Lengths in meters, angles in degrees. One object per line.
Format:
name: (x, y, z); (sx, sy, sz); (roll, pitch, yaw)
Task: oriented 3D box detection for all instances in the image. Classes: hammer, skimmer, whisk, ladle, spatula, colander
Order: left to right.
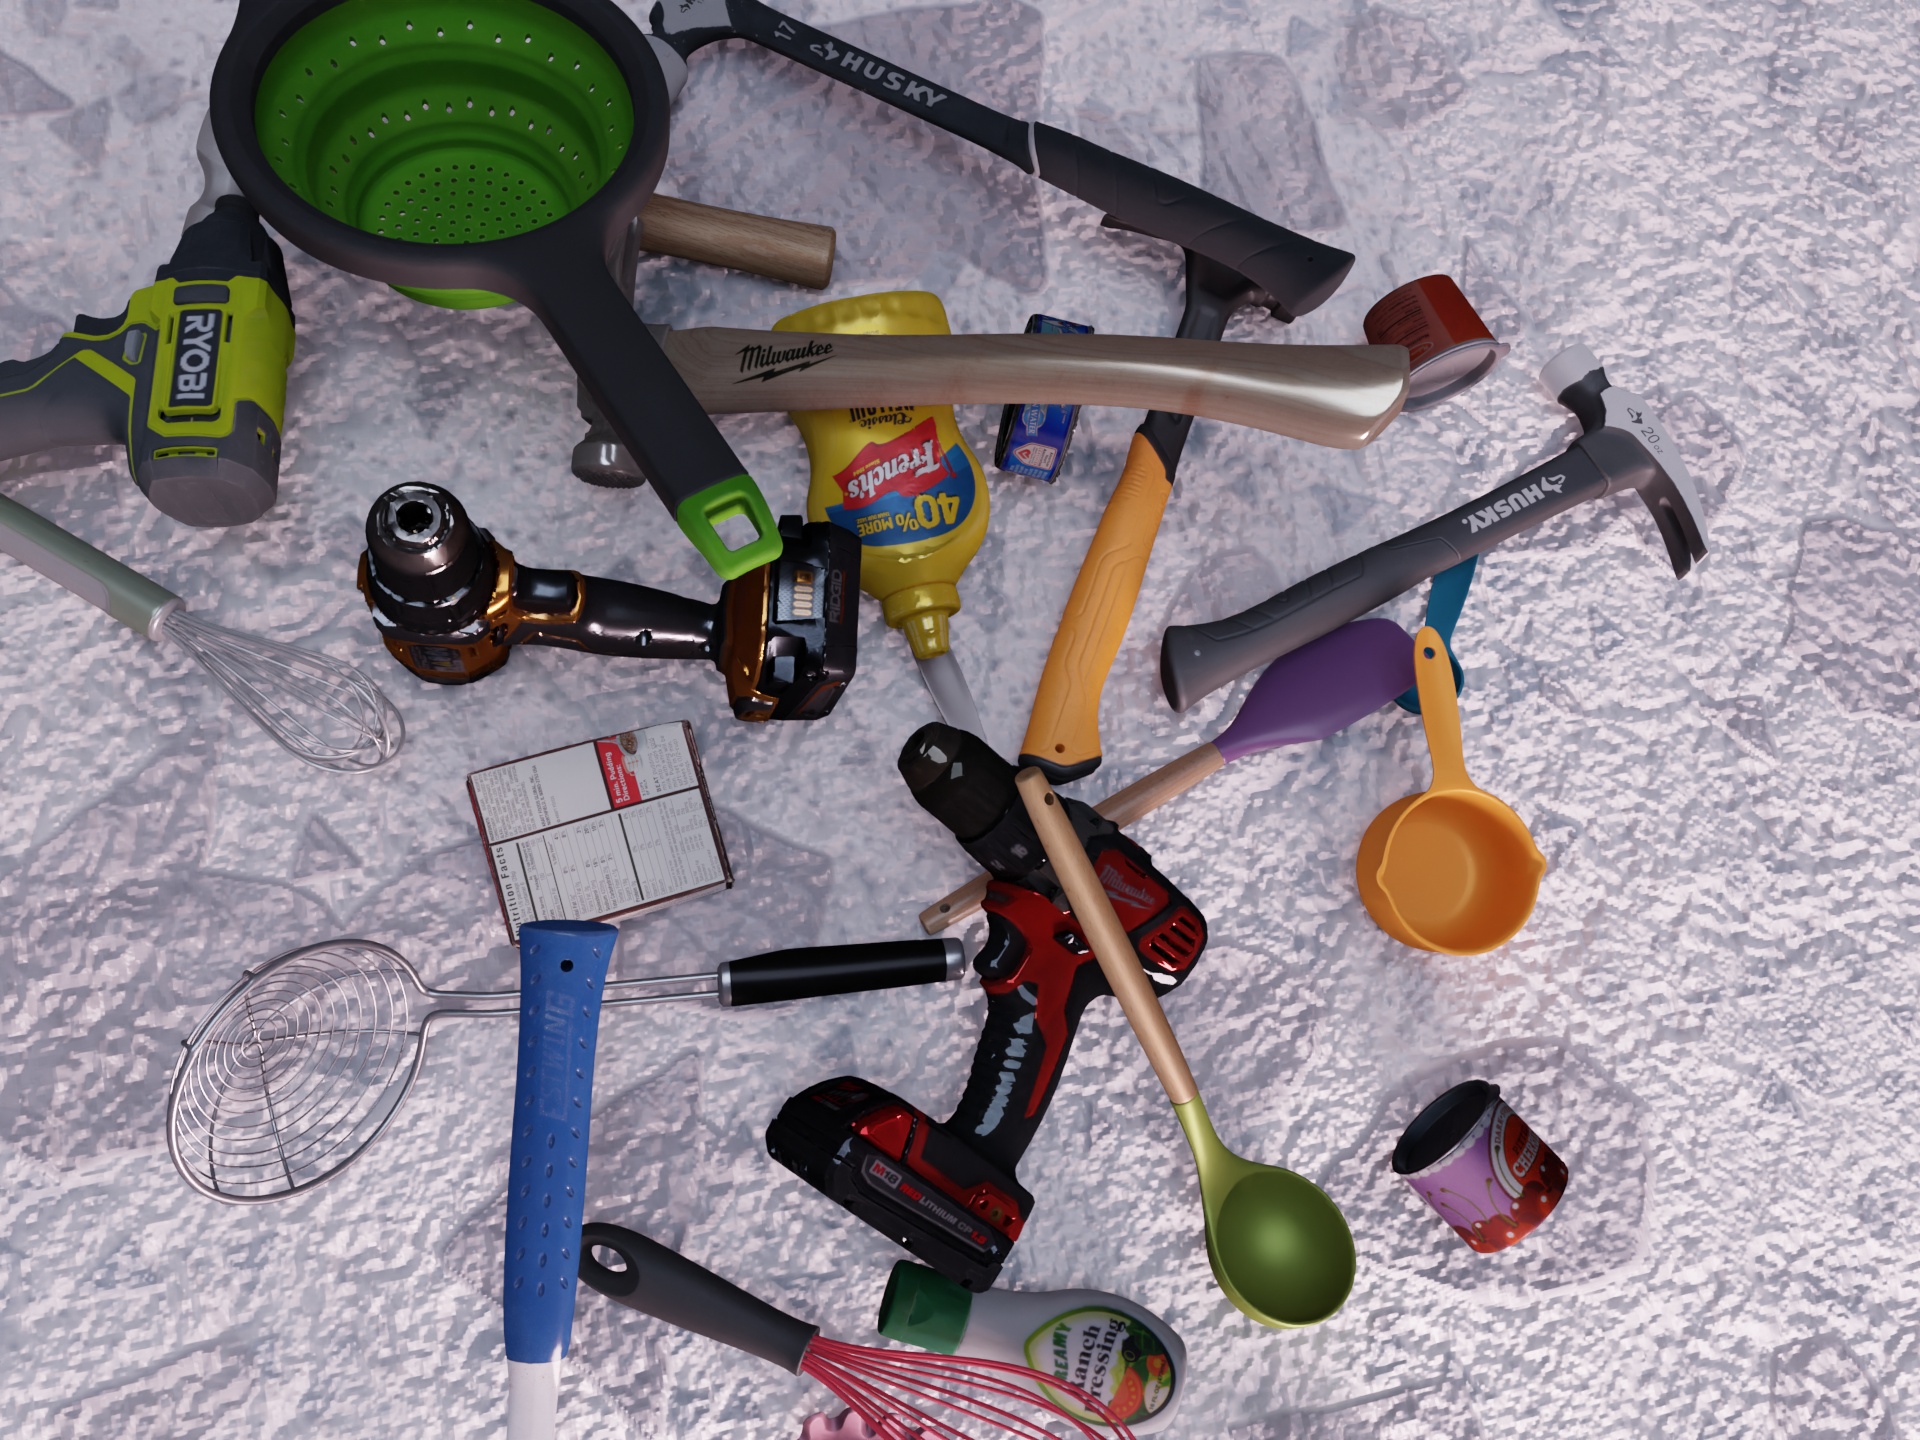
whisk: (-0.380, -0.044, 0.775); (0.246, 0.057, 0.059); (30, 41, 2)
hammer: (-0.194, 0.292, 0.702); (0.144, 0.035, 0.405); (4, 91, -7)
hammer: (-0.231, -0.282, 0.852); (0.331, 0.031, 0.130); (9, 78, -8)
colander: (-0.200, -0.205, 0.749); (0.204, 0.094, 0.397); (-28, 72, -21)
skimmer: (-0.169, 0.148, 0.747); (0.363, 0.090, 0.127); (-4, 117, -13)
whisk: (-0.052, 0.297, 0.729); (0.296, 0.073, 0.073); (19, 76, 13)
hammer: (0.011, -0.183, 0.789); (0.410, 0.038, 0.146); (3, 83, 8)
hammer: (0.024, -0.325, 0.875); (0.409, 0.036, 0.149); (26, 74, 5)
hammer: (0.092, -0.126, 0.872); (0.127, 0.034, 0.337); (21, 76, -6)
spatula: (0.115, 0.029, 0.852); (0.316, 0.018, 0.060); (-30, 59, -12)
ladle: (0.105, 0.157, 0.750); (0.078, 0.062, 0.320); (-41, 114, -36)
hammer: (0.256, -0.087, 0.877); (0.335, 0.035, 0.146); (-26, 71, -13)

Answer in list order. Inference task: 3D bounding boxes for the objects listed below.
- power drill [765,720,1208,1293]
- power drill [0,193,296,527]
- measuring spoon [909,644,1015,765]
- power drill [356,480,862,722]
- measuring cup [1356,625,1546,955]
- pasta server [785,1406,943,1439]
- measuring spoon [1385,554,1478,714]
power drill: (0.002, 0.130, 0.763); (0.187, 0.080, 0.227); (41, 73, -22)
power drill: (-0.437, -0.174, 0.757); (0.223, 0.080, 0.171); (-3, 68, -5)
measuring spoon: (-0.001, -0.003, 0.846); (0.034, 0.018, 0.124); (-21, 76, -11)
power drill: (-0.162, -0.058, 0.743); (0.226, 0.185, 0.084); (4, 77, -12)
measuring cup: (0.252, 0.039, 0.853); (0.095, 0.052, 0.174); (-4, 82, -10)
pasta server: (0.066, 0.368, 0.769); (0.316, 0.040, 0.060); (6, 67, -9)
measuring spoon: (0.272, -0.057, 0.900); (0.042, 0.021, 0.129); (16, 67, 16)
